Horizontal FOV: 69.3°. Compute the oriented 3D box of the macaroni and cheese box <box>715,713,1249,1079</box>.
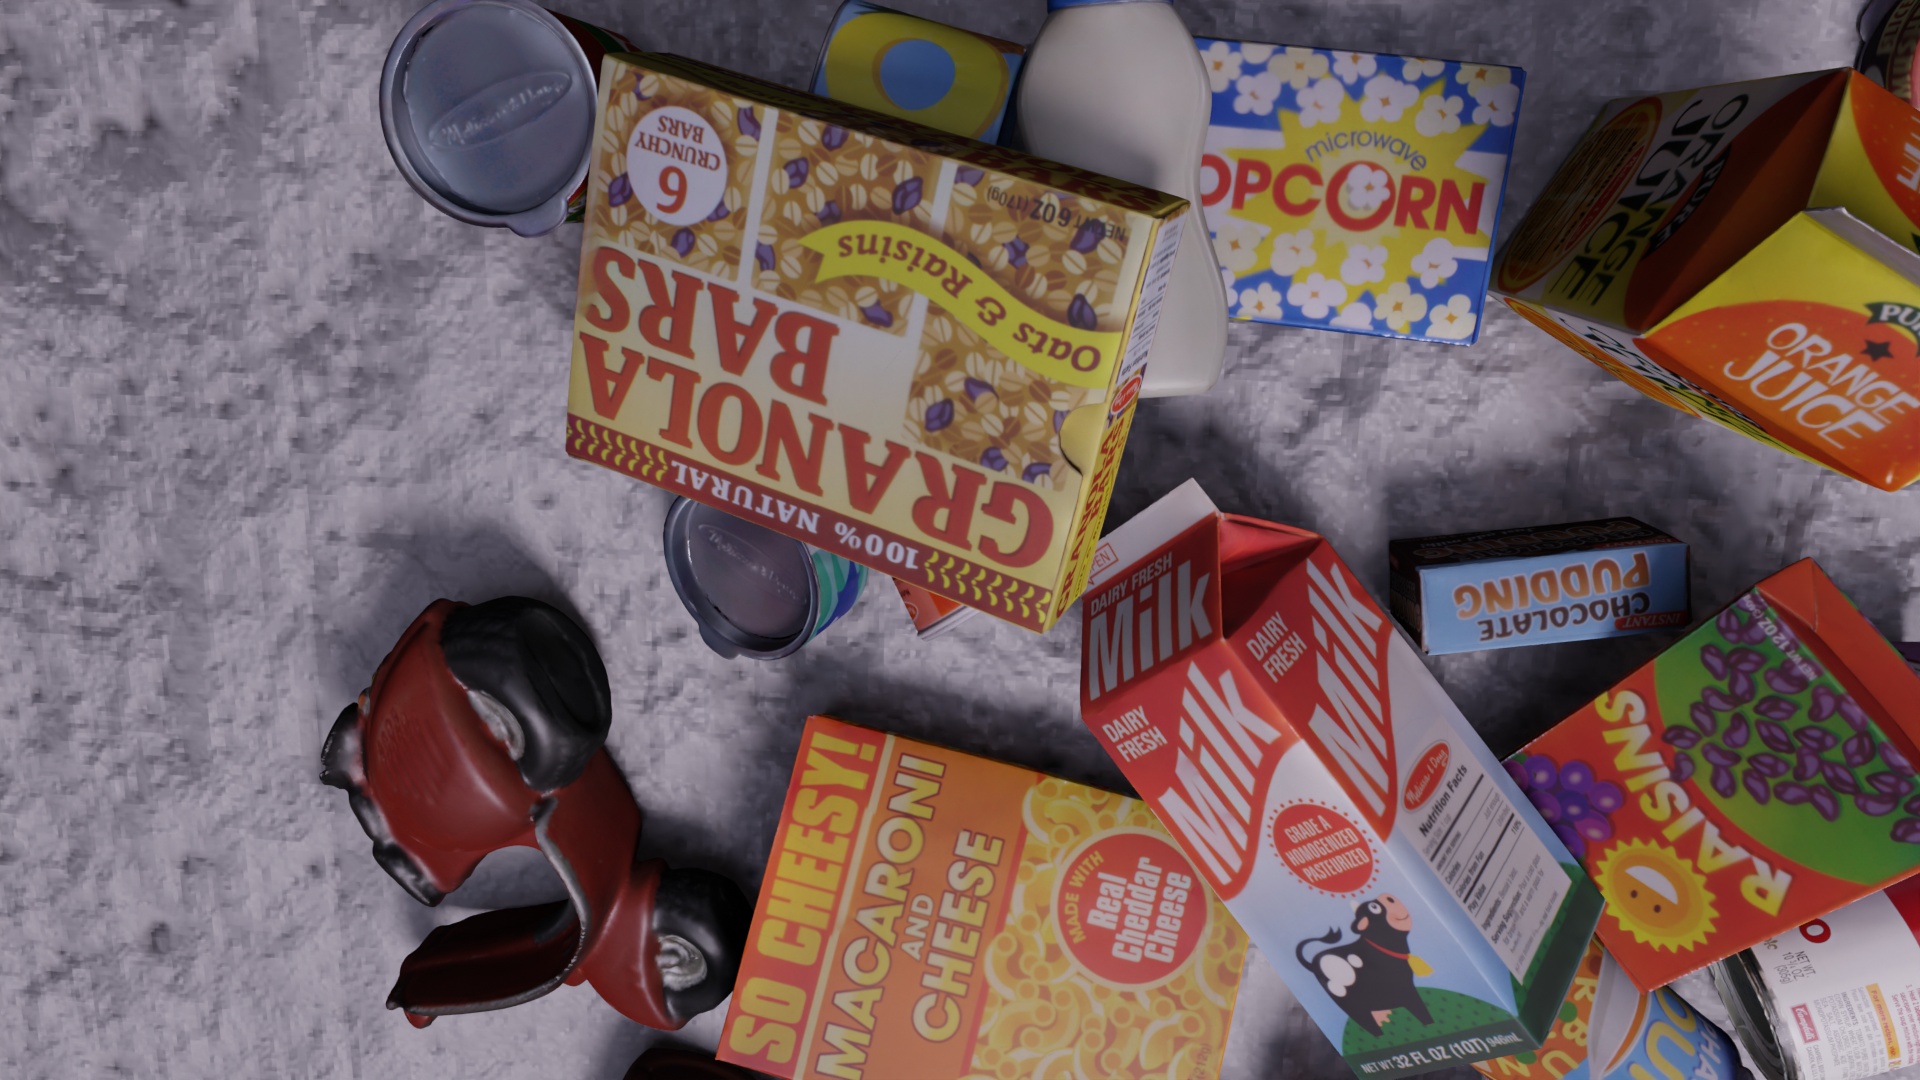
[{"bbox_3d":[0.012,0.141,0.491,0.166,0.040,0.124,14,82,3],"label":"macaroni and cheese box"}]

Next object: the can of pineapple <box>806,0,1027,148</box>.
[{"bbox_3d":[-0.014,-0.132,0.438,0.058,0.071,0.070,16,104,1],"label":"can of pineapple"}]

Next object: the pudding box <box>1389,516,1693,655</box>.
[{"bbox_3d":[0.188,0.014,0.458,0.084,0.050,0.030,-6,101,7],"label":"pudding box"}]

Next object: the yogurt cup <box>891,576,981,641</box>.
[{"bbox_3d":[0.002,-0.006,0.467,0.072,0.072,0.054,-33,90,12],"label":"yogurt cup"}]

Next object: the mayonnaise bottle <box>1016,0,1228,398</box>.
[{"bbox_3d":[0.045,-0.117,0.408,0.065,0.041,0.147,-1,102,8],"label":"mayonnaise bottle"}]

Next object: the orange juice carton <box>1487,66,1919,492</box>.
[{"bbox_3d":[0.209,-0.071,0.363,0.072,0.193,0.073,32,105,-3],"label":"orange juice carton"}]

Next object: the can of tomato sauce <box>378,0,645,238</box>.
[{"bbox_3d":[-0.130,-0.132,0.440,0.071,0.083,0.071,1,103,6],"label":"can of tomato sauce"}]

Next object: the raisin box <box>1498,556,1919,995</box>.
[{"bbox_3d":[0.234,0.076,0.426,0.086,0.040,0.122,57,143,20],"label":"raisin box"}]

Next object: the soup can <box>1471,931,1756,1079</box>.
[{"bbox_3d":[0.214,0.168,0.481,0.084,0.071,0.071,40,104,-4],"label":"soup can"}]

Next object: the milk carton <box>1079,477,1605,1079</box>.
[{"bbox_3d":[0.110,0.070,0.447,0.190,0.074,0.072,53,137,1],"label":"milk carton"}]

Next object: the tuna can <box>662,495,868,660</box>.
[{"bbox_3d":[-0.067,0.007,0.479,0.071,0.033,0.070,14,119,27],"label":"tuna can"}]

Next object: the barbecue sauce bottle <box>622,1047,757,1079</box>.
[{"bbox_3d":[-0.123,0.278,0.553,0.065,0.044,0.148,21,104,0],"label":"barbecue sauce bottle"}]

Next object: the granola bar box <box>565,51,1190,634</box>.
[{"bbox_3d":[-0.032,-0.059,0.402,0.166,0.039,0.123,20,116,15],"label":"granola bar box"}]

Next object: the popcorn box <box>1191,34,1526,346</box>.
[{"bbox_3d":[0.106,-0.112,0.444,0.127,0.038,0.085,7,104,4],"label":"popcorn box"}]

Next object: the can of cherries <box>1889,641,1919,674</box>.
[{"bbox_3d":[0.293,0.064,0.449,0.058,0.072,0.071,0,103,7],"label":"can of cherries"}]

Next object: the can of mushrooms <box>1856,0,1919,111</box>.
[{"bbox_3d":[0.311,-0.144,0.419,0.071,0.033,0.071,1,104,6],"label":"can of mushrooms"}]
